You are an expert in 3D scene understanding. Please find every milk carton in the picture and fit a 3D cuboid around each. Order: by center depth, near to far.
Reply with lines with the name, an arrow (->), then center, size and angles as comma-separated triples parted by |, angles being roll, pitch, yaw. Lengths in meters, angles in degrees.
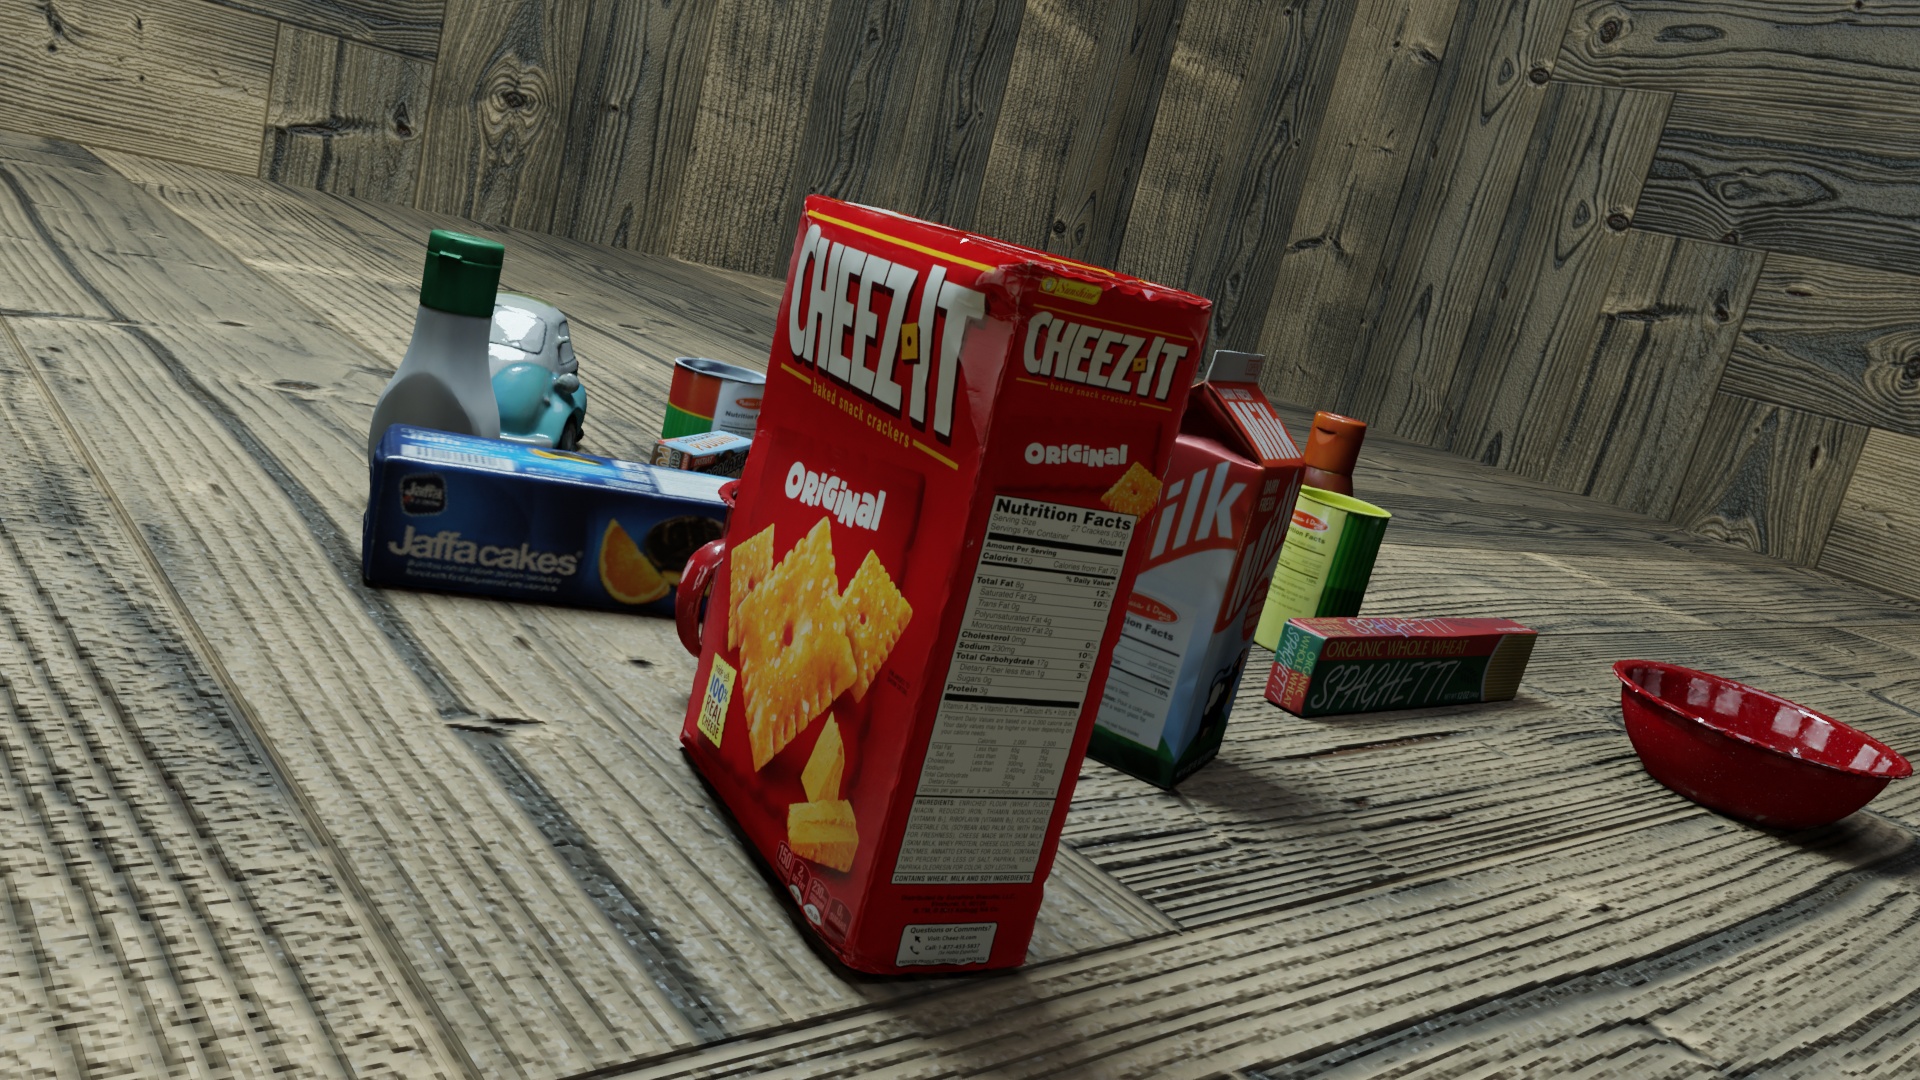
milk carton -> 0.101, 0.006, 0.634 | 0.073, 0.190, 0.072 | 20, 14, 26

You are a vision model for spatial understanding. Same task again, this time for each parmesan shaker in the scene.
parmesan shaker -> 0.232, 0.022, 0.909 | 0.071, 0.102, 0.071 | 14, 12, -3

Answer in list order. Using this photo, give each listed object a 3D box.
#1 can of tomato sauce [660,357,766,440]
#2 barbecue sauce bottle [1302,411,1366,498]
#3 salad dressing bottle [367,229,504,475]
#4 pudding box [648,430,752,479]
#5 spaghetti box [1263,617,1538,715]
can of tomato sauce -> -0.168, -0.076, 0.935 | 0.071, 0.083, 0.071 | 14, 12, -3
barbecue sauce bottle -> 0.250, -0.016, 0.988 | 0.044, 0.148, 0.065 | 2, 18, -46
salad dressing bottle -> -0.266, -0.084, 0.719 | 0.064, 0.147, 0.044 | 15, 12, 1
pudding box -> -0.162, -0.039, 0.861 | 0.030, 0.049, 0.084 | 18, 13, 15
spaghetti box -> 0.275, 0.075, 0.849 | 0.250, 0.050, 0.029 | 3, 17, -41
